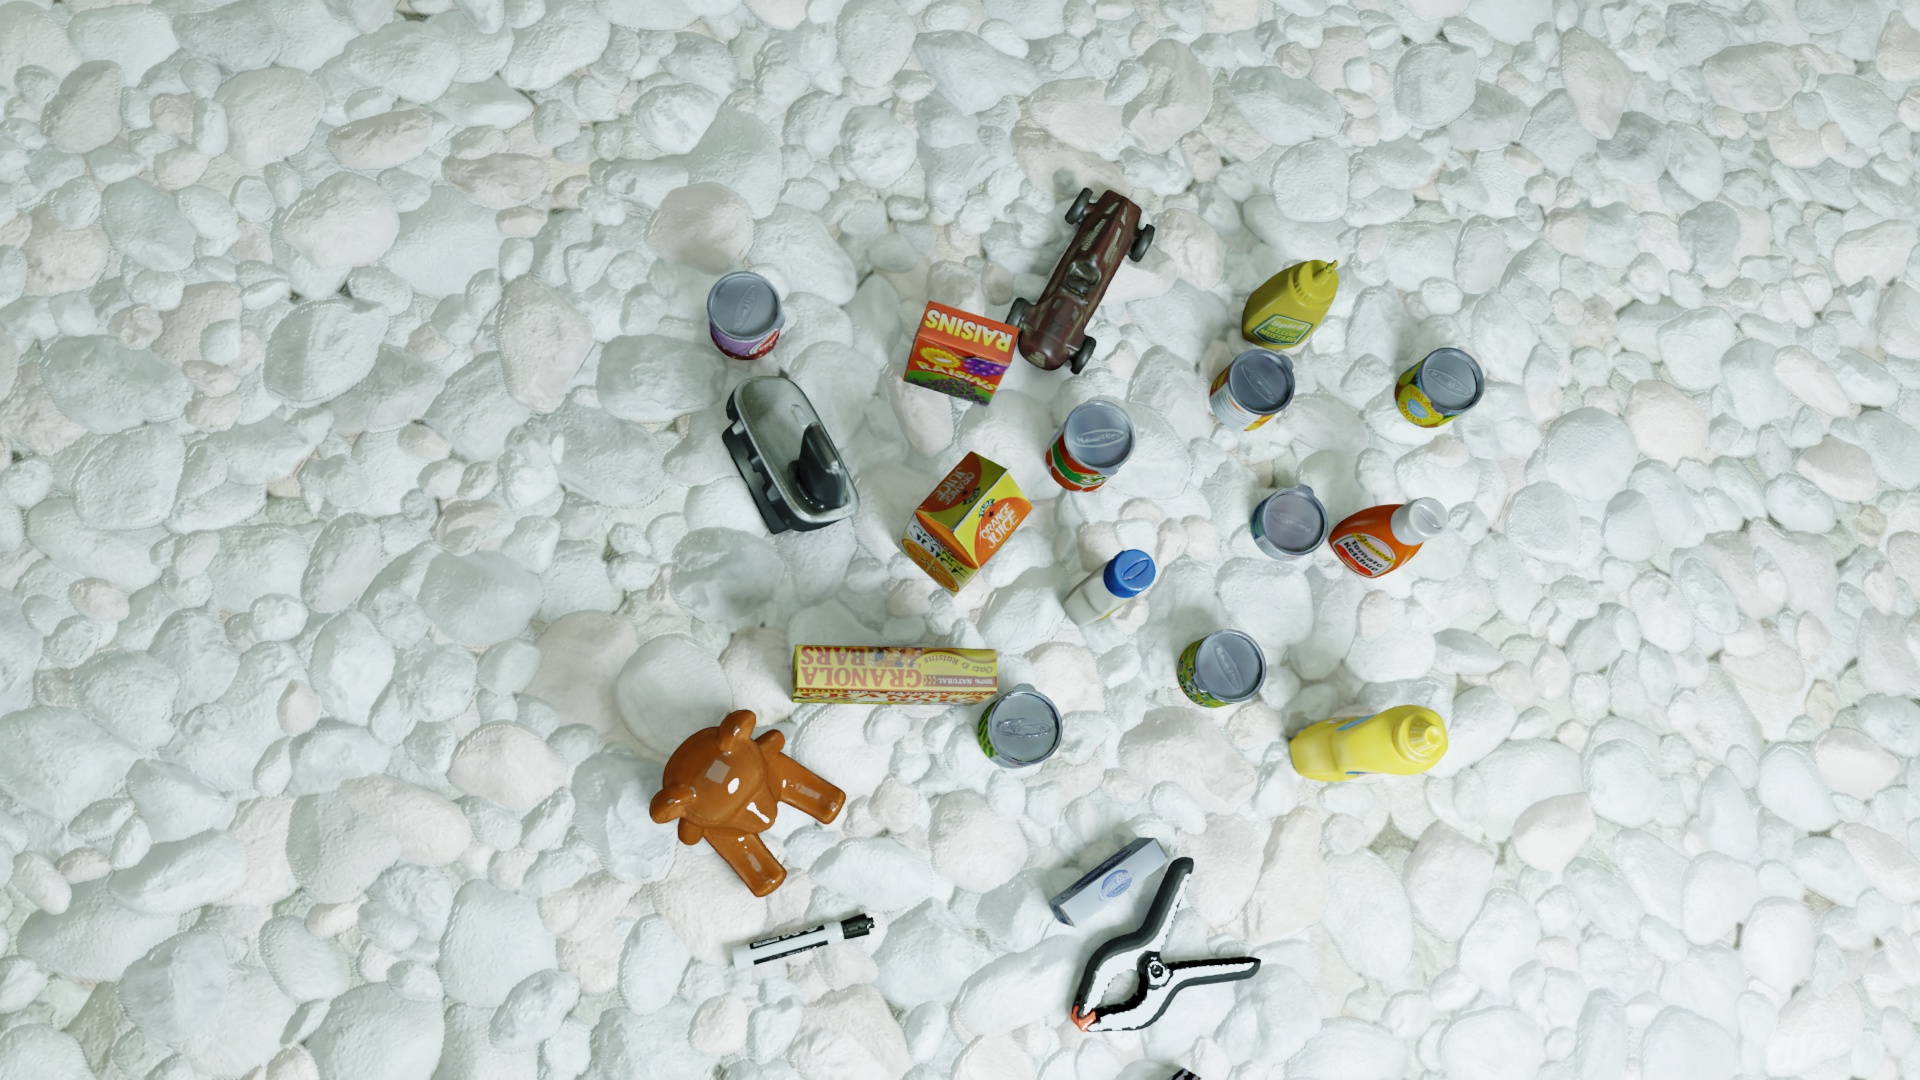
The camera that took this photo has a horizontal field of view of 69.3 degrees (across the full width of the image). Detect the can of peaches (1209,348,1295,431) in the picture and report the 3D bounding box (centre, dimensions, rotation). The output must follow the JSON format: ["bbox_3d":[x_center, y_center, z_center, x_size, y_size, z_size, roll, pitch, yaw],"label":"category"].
[{"bbox_3d":[0.279,-0.144,1.324,0.071,0.058,0.071,2,77,-8],"label":"can of peaches"}]

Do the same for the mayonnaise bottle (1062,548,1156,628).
[{"bbox_3d":[0.133,0.040,1.213,0.065,0.147,0.041,-35,85,-14],"label":"mayonnaise bottle"}]

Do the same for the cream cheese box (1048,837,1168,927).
[{"bbox_3d":[0.128,0.296,1.204,0.104,0.053,0.024,-32,84,-14],"label":"cream cheese box"}]

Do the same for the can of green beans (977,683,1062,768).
[{"bbox_3d":[0.052,0.166,1.219,0.071,0.057,0.071,2,77,-8],"label":"can of green beans"}]

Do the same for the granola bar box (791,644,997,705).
[{"bbox_3d":[-0.059,0.116,1.179,0.166,0.124,0.039,2,78,-8],"label":"granola bar box"}]

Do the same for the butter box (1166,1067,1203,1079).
[{"bbox_3d":[0.160,0.486,1.166,0.104,0.053,0.024,-30,84,-14],"label":"butter box"}]

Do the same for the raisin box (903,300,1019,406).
[{"bbox_3d":[-0.002,-0.166,1.252,0.086,0.123,0.040,17,76,-5],"label":"raisin box"}]

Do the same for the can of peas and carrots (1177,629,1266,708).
[{"bbox_3d":[0.234,0.118,1.257,0.071,0.058,0.071,2,77,-8],"label":"can of peas and carrots"}]

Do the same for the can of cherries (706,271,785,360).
[{"bbox_3d":[-0.194,-0.202,1.264,0.071,0.058,0.071,2,77,-8],"label":"can of cherries"}]

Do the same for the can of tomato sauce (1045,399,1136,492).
[{"bbox_3d":[0.119,-0.083,1.273,0.071,0.083,0.071,2,77,-8],"label":"can of tomato sauce"}]

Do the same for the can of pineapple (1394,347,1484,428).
[{"bbox_3d":[0.465,-0.147,1.353,0.071,0.057,0.071,2,77,-8],"label":"can of pineapple"}]

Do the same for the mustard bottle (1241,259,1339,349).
[{"bbox_3d":[0.313,-0.225,1.295,0.065,0.160,0.049,13,76,-6],"label":"mustard bottle"}]

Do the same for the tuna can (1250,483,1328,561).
[{"bbox_3d":[0.311,-0.017,1.313,0.071,0.032,0.071,2,77,-8],"label":"tuna can"}]

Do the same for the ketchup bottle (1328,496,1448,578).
[{"bbox_3d":[0.392,-0.006,1.263,0.065,0.148,0.043,42,75,2],"label":"ketchup bottle"}]

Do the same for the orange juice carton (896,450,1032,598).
[{"bbox_3d":[0.004,-0.015,1.183,0.073,0.192,0.072,42,75,2],"label":"orange juice carton"}]
